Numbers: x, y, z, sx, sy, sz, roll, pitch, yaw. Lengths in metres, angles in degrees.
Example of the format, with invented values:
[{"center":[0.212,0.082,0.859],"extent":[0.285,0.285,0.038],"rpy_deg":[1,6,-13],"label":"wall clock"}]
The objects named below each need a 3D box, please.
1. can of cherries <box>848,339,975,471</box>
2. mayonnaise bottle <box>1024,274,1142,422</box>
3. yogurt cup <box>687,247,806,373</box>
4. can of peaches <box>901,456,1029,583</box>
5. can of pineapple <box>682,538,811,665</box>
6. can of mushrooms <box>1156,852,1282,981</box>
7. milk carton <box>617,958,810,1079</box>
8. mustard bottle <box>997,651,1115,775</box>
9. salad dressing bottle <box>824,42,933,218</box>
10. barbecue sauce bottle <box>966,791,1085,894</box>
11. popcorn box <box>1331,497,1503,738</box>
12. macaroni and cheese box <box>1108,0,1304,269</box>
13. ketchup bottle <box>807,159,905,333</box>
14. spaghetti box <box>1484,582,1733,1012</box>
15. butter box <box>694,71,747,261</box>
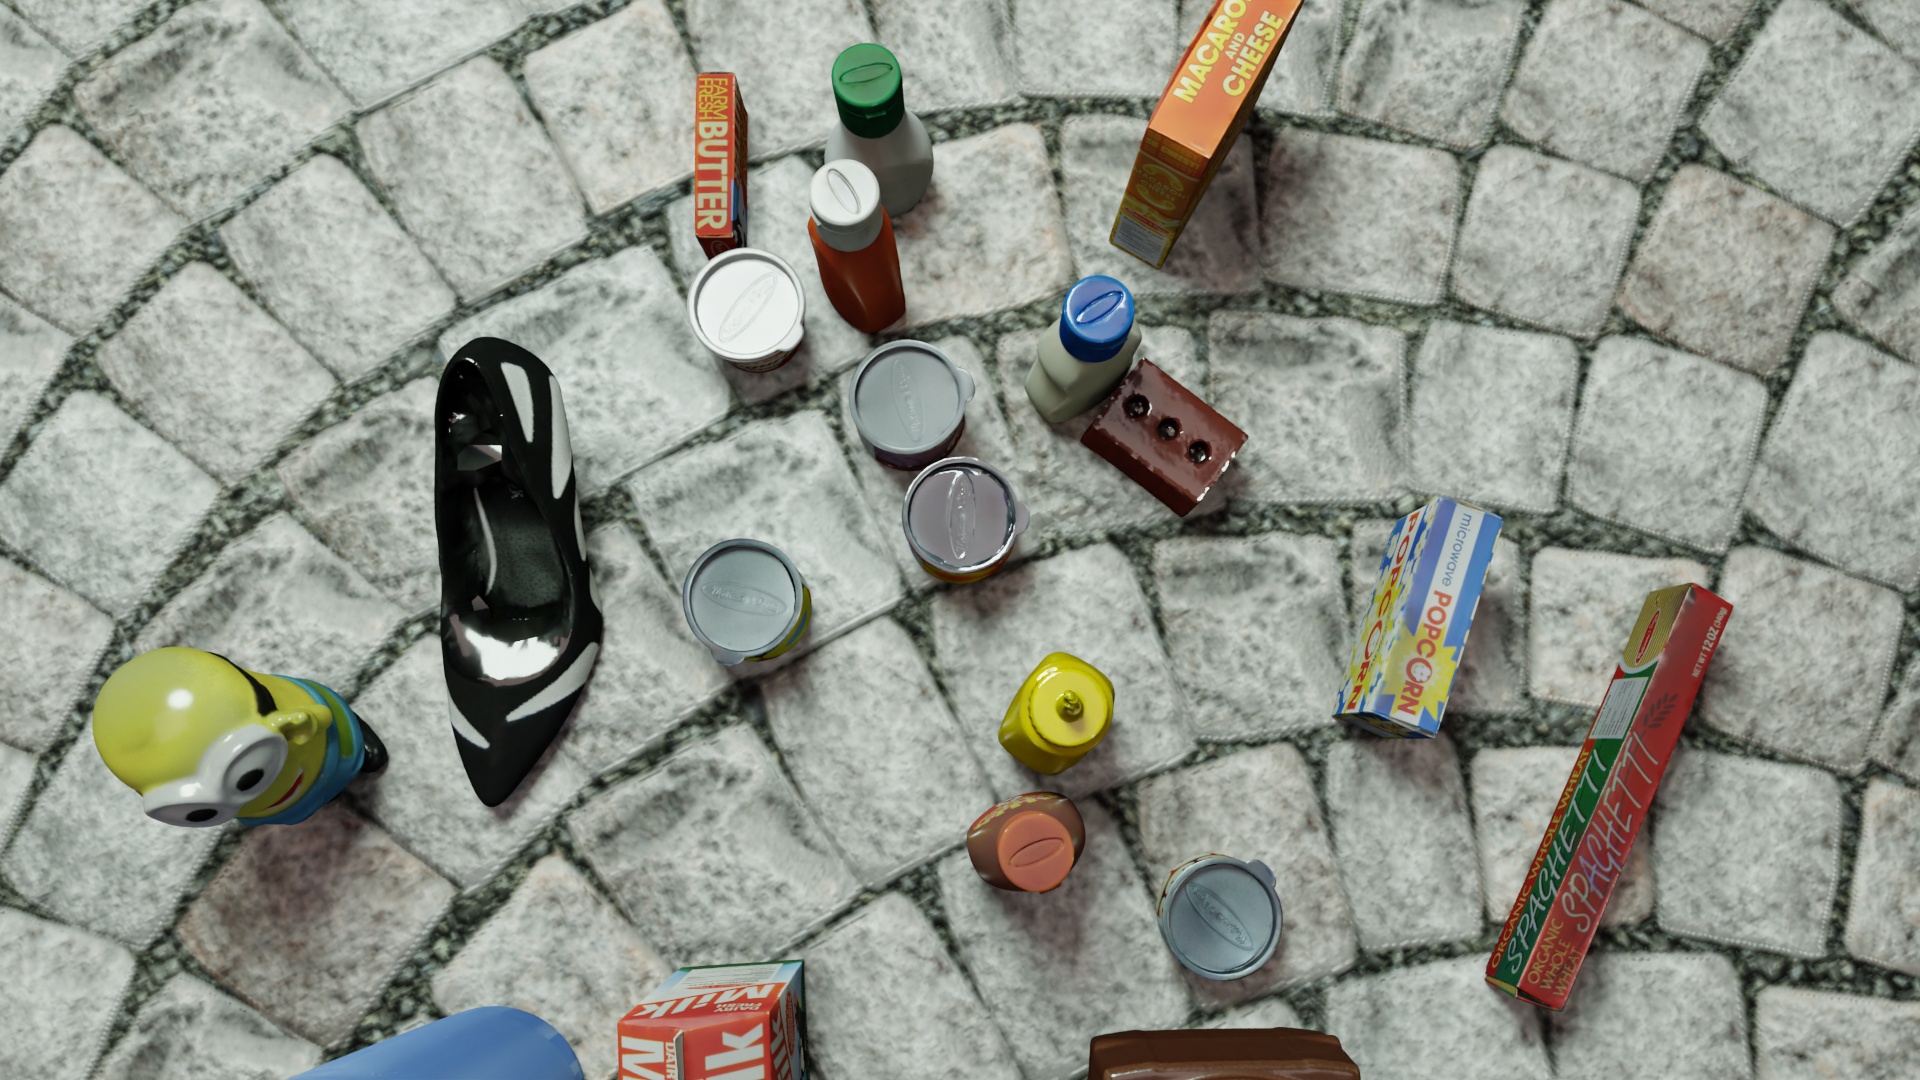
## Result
[{"center":[-0.027,-0.077,0.806],"extent":[0.071,0.058,0.071],"rpy_deg":[0,81,0],"label":"can of cherries"},{"center":[0.070,-0.106,0.765],"extent":[0.065,0.148,0.041],"rpy_deg":[-34,83,-5],"label":"mayonnaise bottle"},{"center":[-0.122,-0.131,0.816],"extent":[0.072,0.054,0.072],"rpy_deg":[0,81,0],"label":"yogurt cup"},{"center":[0.003,-0.010,0.796],"extent":[0.071,0.058,0.071],"rpy_deg":[0,81,0],"label":"can of peaches"},{"center":[-0.121,0.036,0.788],"extent":[0.071,0.058,0.071],"rpy_deg":[0,81,0],"label":"can of pineapple"},{"center":[0.145,0.207,0.775],"extent":[0.071,0.033,0.071],"rpy_deg":[0,81,0],"label":"can of mushrooms"},{"center":[-0.121,0.260,0.686],"extent":[0.073,0.190,0.072],"rpy_deg":[-4,82,-1],"label":"milk carton"},{"center":[0.053,0.090,0.729],"extent":[0.049,0.160,0.065],"rpy_deg":[32,83,4],"label":"mustard bottle"},{"center":[-0.048,-0.229,0.784],"extent":[0.064,0.147,0.044],"rpy_deg":[-14,82,-2],"label":"salad dressing bottle"},{"center":[0.036,0.158,0.724],"extent":[0.065,0.148,0.044],"rpy_deg":[-21,82,-3],"label":"barbecue sauce bottle"},{"center":[0.253,0.045,0.775],"extent":[0.038,0.085,0.127],"rpy_deg":[20,82,3],"label":"popcorn box"},{"center":[0.136,-0.237,0.777],"extent":[0.040,0.166,0.124],"rpy_deg":[30,83,4],"label":"macaroni and cheese box"},{"center":[-0.060,-0.165,0.774],"extent":[0.043,0.148,0.065],"rpy_deg":[-32,83,-5],"label":"ketchup bottle"},{"center":[0.362,0.142,0.778],"extent":[0.029,0.050,0.250],"rpy_deg":[27,82,4],"label":"spaghetti box"},{"center":[-0.143,-0.221,0.830],"extent":[0.024,0.053,0.103],"rpy_deg":[-1,81,0],"label":"butter box"}]
